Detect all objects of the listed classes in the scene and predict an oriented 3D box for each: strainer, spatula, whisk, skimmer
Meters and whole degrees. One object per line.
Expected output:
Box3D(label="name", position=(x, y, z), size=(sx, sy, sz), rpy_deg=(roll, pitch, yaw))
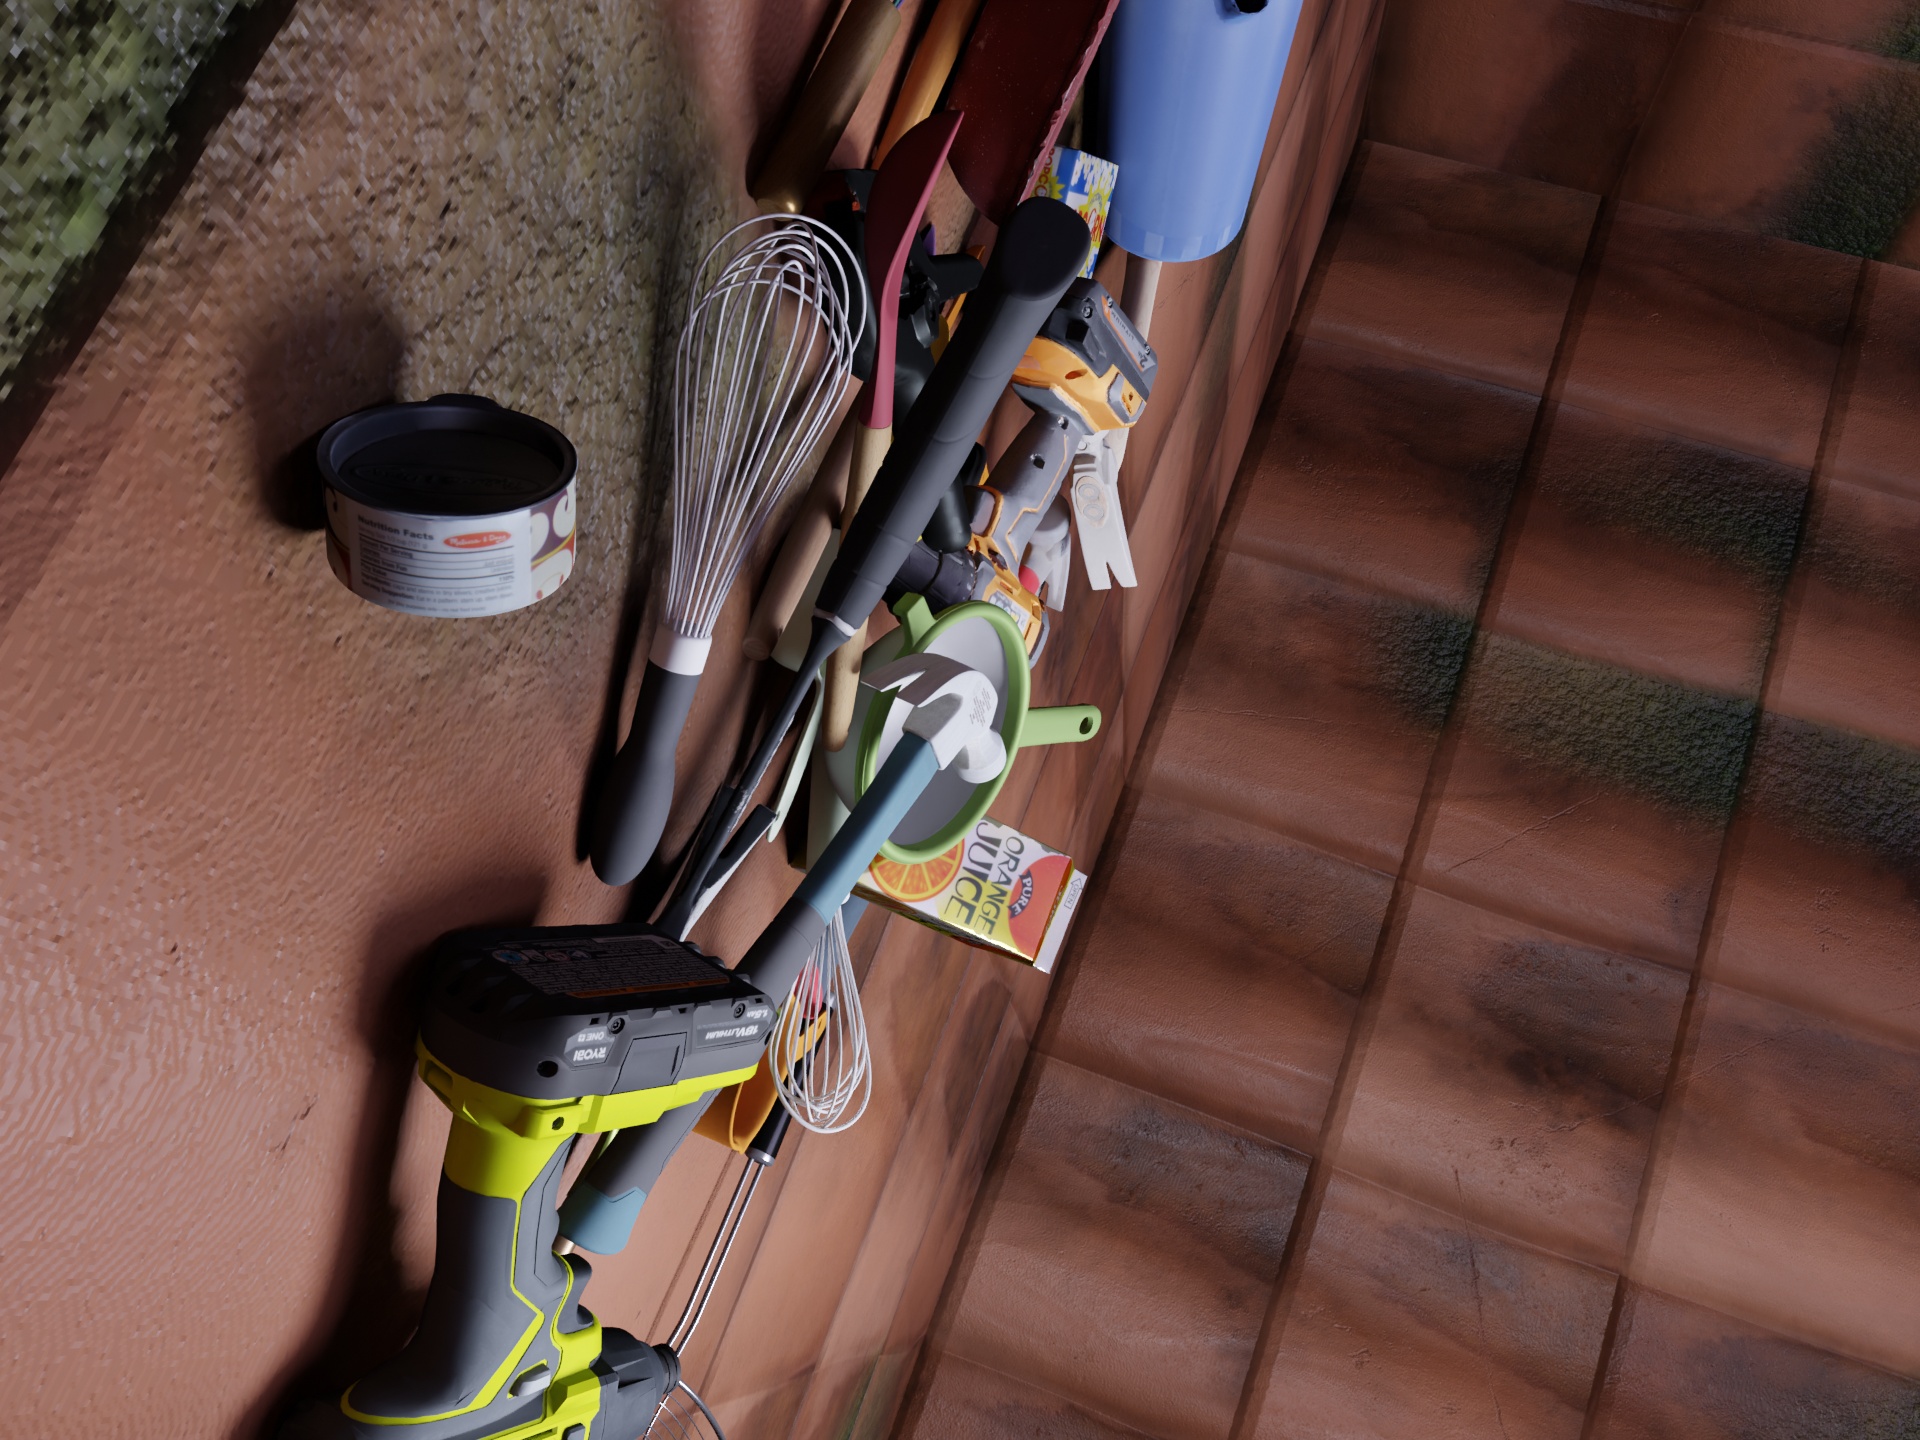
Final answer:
Box3D(label="strainer", position=(-0.001, -0.003, 0.927), size=(0.256, 0.069, 0.151), rpy_deg=(-4, 111, -58))
Box3D(label="spatula", position=(-0.049, -0.138, 0.759), size=(0.059, 0.018, 0.316), rpy_deg=(93, 11, -46))
Box3D(label="whisk", position=(-0.073, 0.104, 0.873), size=(0.058, 0.059, 0.247), rpy_deg=(-37, -136, 46))
Box3D(label="skimmer", position=(-0.131, 0.341, 1.013), size=(0.127, 0.090, 0.363), rpy_deg=(47, 53, -40))
Box3D(label="whisk", position=(-0.101, -0.059, 0.632), size=(0.070, 0.070, 0.284), rpy_deg=(-39, 150, -69))
Box3D(label="whisk", position=(-0.022, -0.306, 0.652), size=(0.047, 0.051, 0.245), rpy_deg=(87, 27, -74))
Box3D(label="spatula", position=(0.017, -0.398, 0.745), size=(0.081, 0.041, 0.322), rpy_deg=(38, 74, -78))

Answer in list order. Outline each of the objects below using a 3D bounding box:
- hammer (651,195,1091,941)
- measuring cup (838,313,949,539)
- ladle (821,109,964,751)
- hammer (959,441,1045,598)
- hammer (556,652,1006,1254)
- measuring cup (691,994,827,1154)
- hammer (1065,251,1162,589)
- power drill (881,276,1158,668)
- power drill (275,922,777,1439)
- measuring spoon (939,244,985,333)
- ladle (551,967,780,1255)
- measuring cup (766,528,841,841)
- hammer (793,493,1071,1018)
Box3D(label="hammer", position=(-0.054, -0.030, 0.646), size=(0.408, 0.036, 0.149), rpy_deg=(-57, -176, 38))
Box3D(label="measuring cup", position=(-0.029, -0.156, 0.851), size=(0.029, 0.062, 0.157), rpy_deg=(111, -7, -58))
Box3D(label="ladle", position=(-0.039, -0.108, 0.689), size=(0.069, 0.031, 0.315), rpy_deg=(-73, 176, -51))
Box3D(label="hammer", position=(0.023, -0.125, 1.153), size=(0.336, 0.034, 0.127), rpy_deg=(66, 44, -73))
Box3D(label="hammer", position=(-0.079, 0.102, 0.752), size=(0.331, 0.033, 0.128), rpy_deg=(-55, 153, -23))
Box3D(label="measuring cup", position=(-0.121, 0.185, 0.919), size=(0.173, 0.052, 0.095), rpy_deg=(-12, 120, -79))
Box3D(label="hammer", position=(0.128, -0.275, 1.205), size=(0.411, 0.038, 0.146), rpy_deg=(-75, 156, -45))
Box3D(label="power drill", position=(0.019, -0.149, 0.930), size=(0.185, 0.084, 0.226), rpy_deg=(30, 81, -57))
Box3D(label="power drill", position=(-0.155, 0.196, 0.612), size=(0.171, 0.080, 0.223), rpy_deg=(6, 103, -53))
Box3D(label="measuring spoon", position=(-0.013, -0.223, 0.903), size=(0.021, 0.011, 0.117), rpy_deg=(99, 15, -74))
Box3D(label="ladle", position=(-0.181, 0.256, 0.743), size=(0.078, 0.062, 0.320), rpy_deg=(108, 8, -63))
Box3D(label="measuring cup", position=(-0.086, -0.019, 0.810), size=(0.083, 0.038, 0.167), rpy_deg=(-33, 144, -73))
Box3D(label="hammer", position=(-0.020, 0.029, 1.086), size=(0.386, 0.038, 0.143), rpy_deg=(-61, 167, -20))
